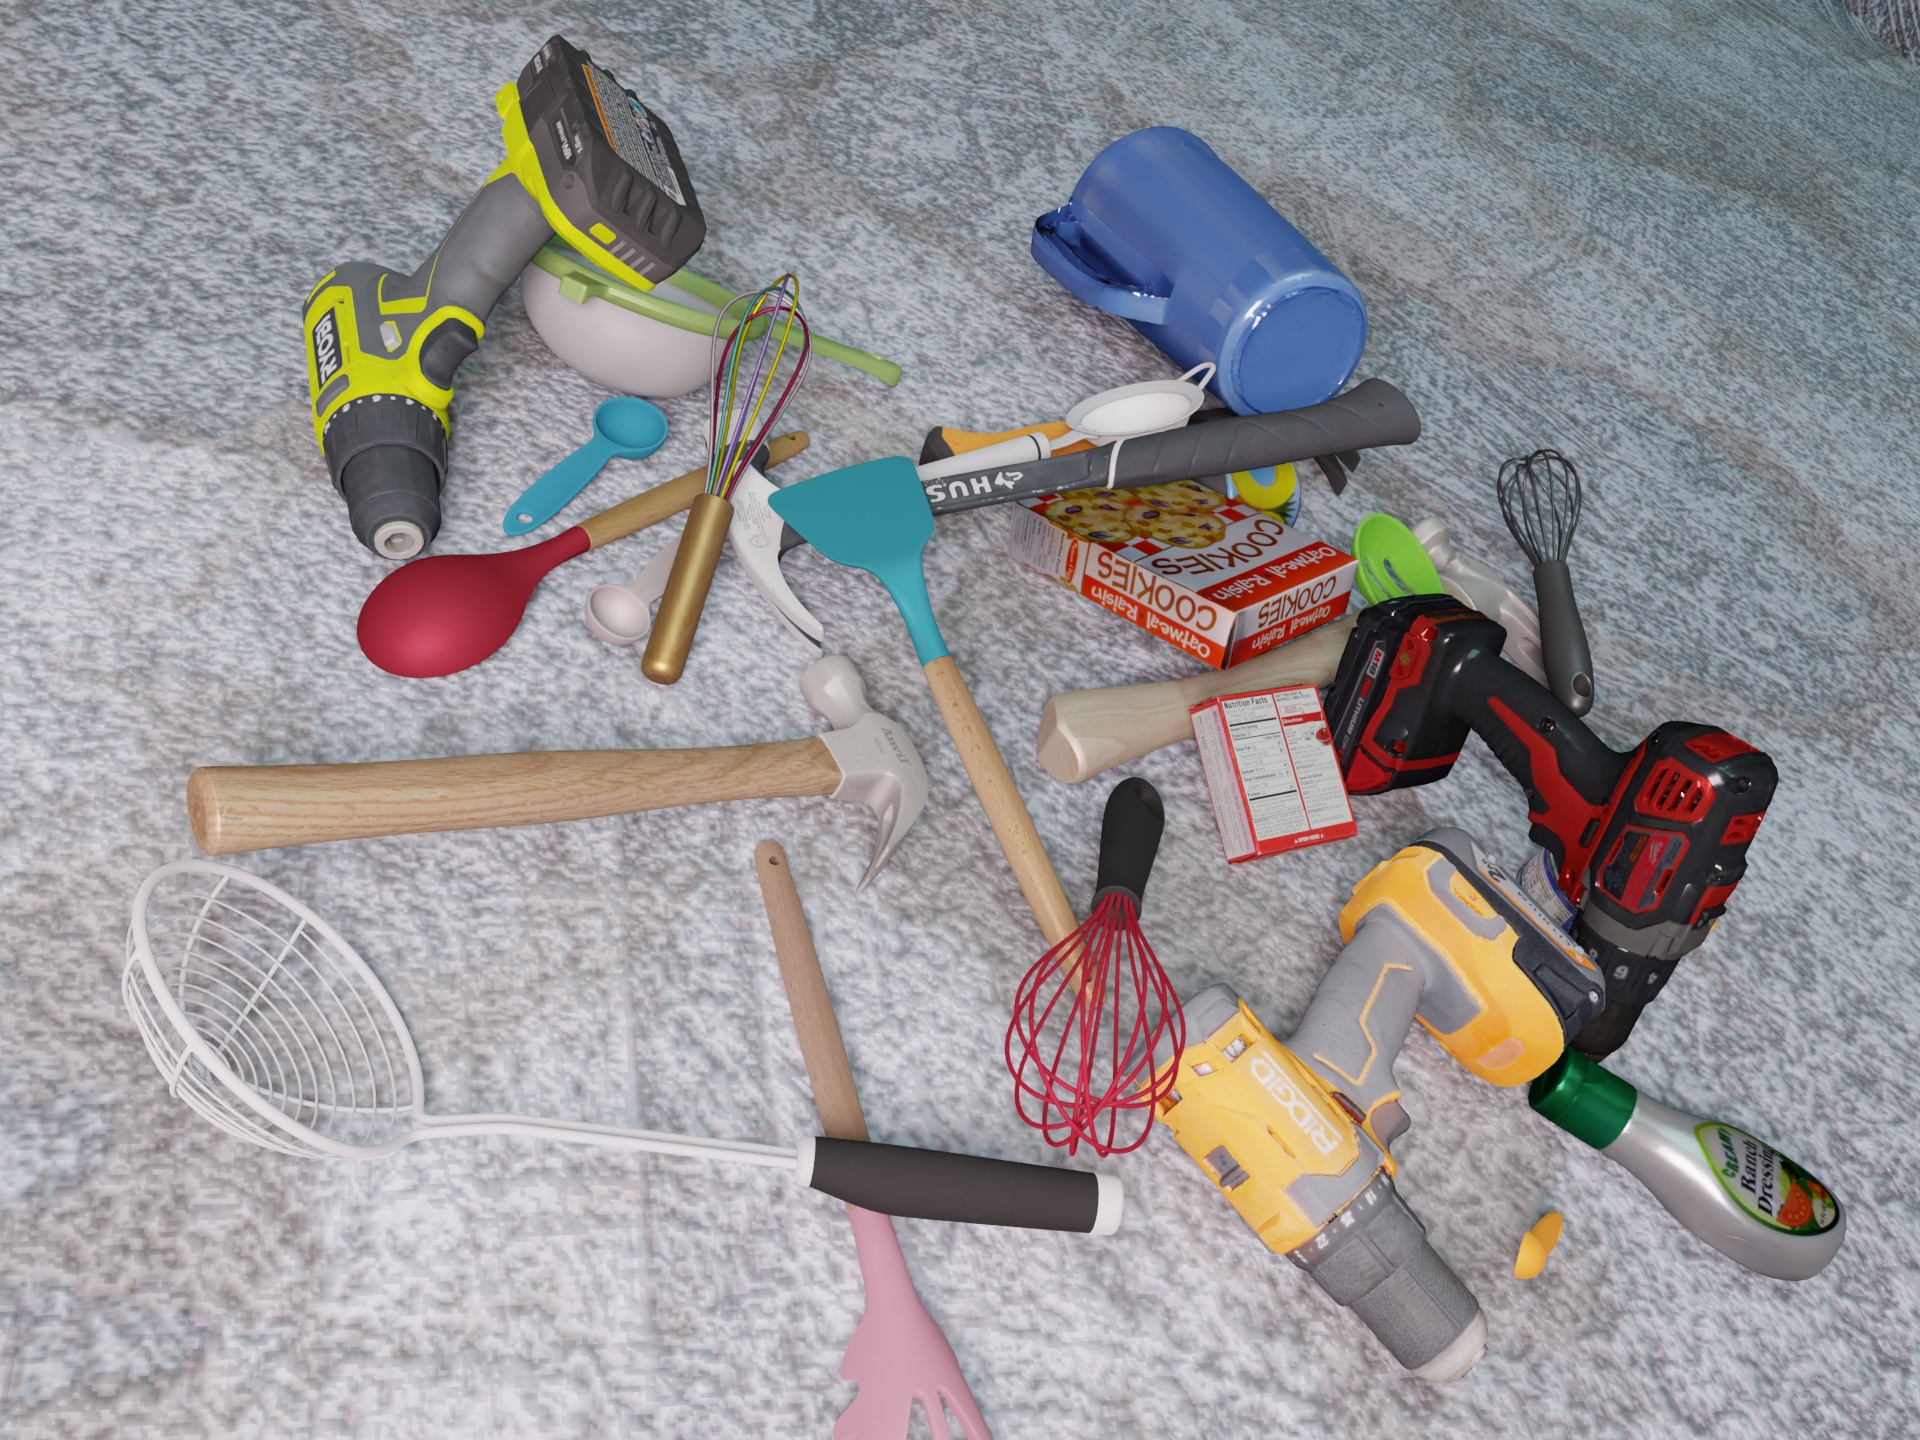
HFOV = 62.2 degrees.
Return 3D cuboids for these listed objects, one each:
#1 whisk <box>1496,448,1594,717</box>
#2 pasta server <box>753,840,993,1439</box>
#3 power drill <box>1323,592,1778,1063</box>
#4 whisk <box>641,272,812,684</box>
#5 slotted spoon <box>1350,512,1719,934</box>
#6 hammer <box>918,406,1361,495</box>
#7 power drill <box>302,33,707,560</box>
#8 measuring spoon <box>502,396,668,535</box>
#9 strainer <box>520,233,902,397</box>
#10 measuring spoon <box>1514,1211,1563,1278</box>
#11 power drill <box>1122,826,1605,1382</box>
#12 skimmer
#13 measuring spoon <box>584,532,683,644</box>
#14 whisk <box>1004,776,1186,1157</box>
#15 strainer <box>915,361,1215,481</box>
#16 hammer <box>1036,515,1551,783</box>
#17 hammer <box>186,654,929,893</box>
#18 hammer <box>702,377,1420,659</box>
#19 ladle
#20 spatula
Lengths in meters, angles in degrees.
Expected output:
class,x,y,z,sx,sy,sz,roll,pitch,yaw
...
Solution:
class,x,y,z,sx,sy,sz,roll,pitch,yaw
whisk,0.389,-0.094,1.041,0.055,0.055,0.239,17,50,-10
pasta server,-0.046,0.175,0.638,0.060,0.040,0.317,1,44,-25
power drill,0.292,0.052,0.836,0.080,0.187,0.227,-7,34,-36
whisk,-0.123,-0.130,0.831,0.047,0.051,0.245,4,67,24
slotted spoon,0.338,0.003,0.949,0.070,0.031,0.314,-33,80,-38
hammer,0.119,-0.184,1.058,0.336,0.034,0.127,-14,55,-35
power drill,-0.235,-0.201,0.781,0.080,0.228,0.191,29,30,-47
measuring spoon,-0.208,-0.134,0.871,0.042,0.021,0.129,32,52,6
strainer,-0.151,-0.220,0.951,0.256,0.069,0.152,11,22,-36
measuring spoon,0.256,0.228,0.692,0.011,0.021,0.116,14,-4,29
power drill,0.205,0.167,0.727,0.226,0.084,0.185,-29,71,-37
skimmer,-0.111,0.126,0.579,0.363,0.090,0.127,10,11,-7
measuring spoon,-0.159,-0.072,0.834,0.034,0.018,0.124,42,36,-5
whisk,0.068,0.094,0.710,0.073,0.073,0.296,26,25,0
strainer,0.052,-0.164,0.959,0.258,0.050,0.087,-20,29,-25
hammer,0.211,-0.027,0.948,0.410,0.038,0.146,-19,60,-37
hammer,-0.151,0.028,0.683,0.331,0.031,0.130,-3,47,-40
hammer,0.070,-0.137,0.894,0.409,0.036,0.149,-12,65,-12
ladle,-0.182,-0.103,0.844,0.069,0.031,0.315,38,42,14
spatula,-0.001,-0.003,0.791,0.082,0.044,0.318,-20,74,-17
